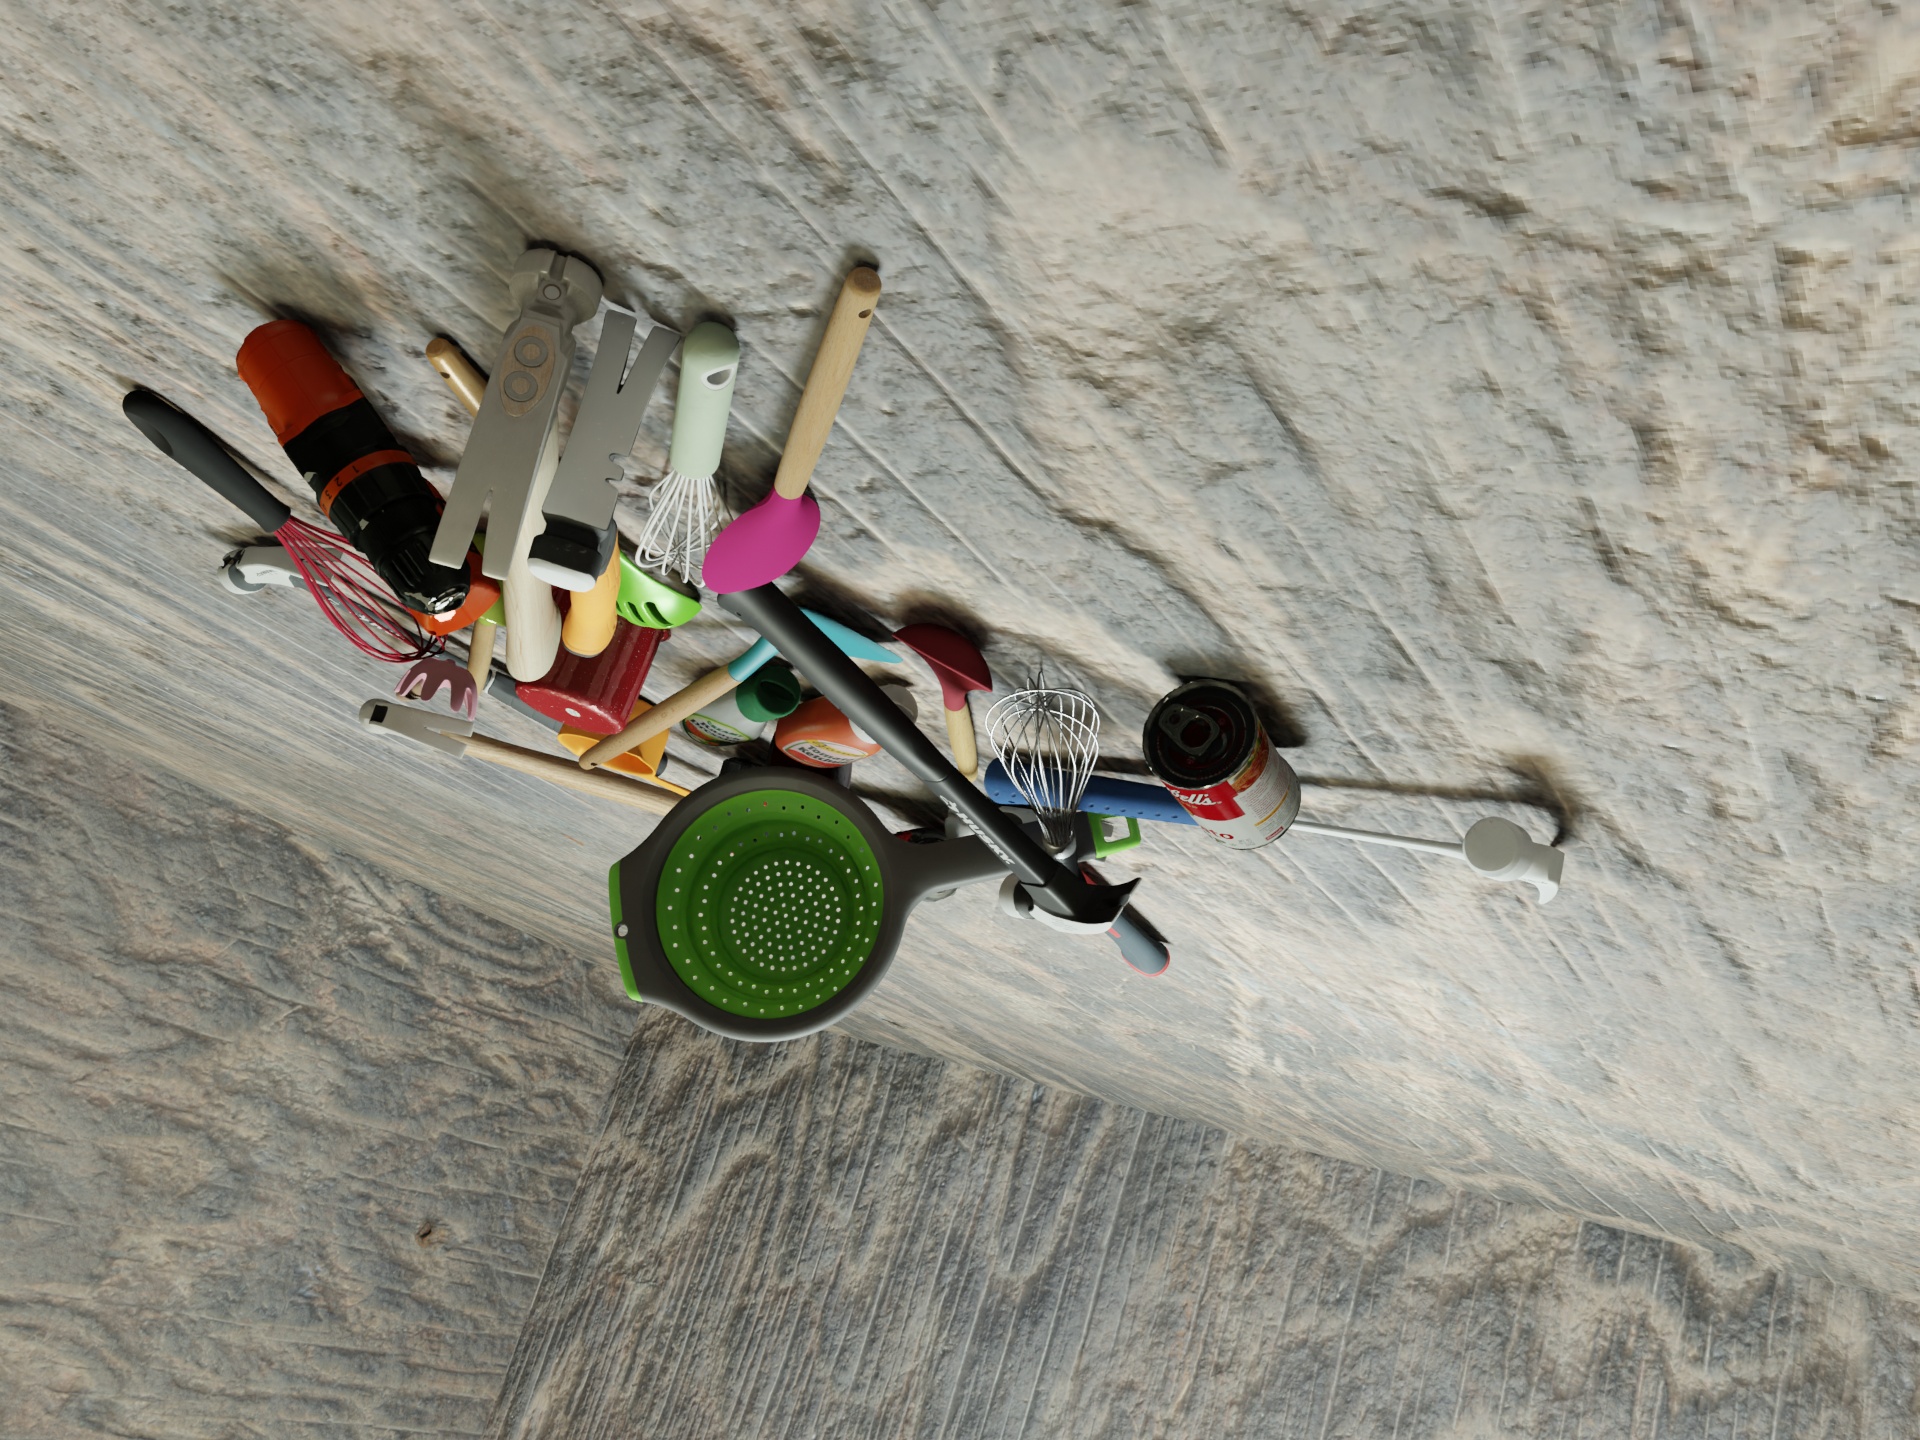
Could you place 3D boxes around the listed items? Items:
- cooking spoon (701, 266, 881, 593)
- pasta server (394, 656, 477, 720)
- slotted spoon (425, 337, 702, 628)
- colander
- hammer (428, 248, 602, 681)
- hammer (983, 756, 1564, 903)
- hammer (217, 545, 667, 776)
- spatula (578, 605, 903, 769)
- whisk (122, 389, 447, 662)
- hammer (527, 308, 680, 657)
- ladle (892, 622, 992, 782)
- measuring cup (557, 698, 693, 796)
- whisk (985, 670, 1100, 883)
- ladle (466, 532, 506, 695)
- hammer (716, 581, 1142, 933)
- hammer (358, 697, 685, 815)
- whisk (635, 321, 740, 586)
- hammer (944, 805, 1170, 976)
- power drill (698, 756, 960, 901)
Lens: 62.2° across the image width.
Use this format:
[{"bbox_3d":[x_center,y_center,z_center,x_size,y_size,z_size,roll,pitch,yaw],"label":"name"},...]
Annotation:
[{"bbox_3d":[-0.078,-0.123,0.761,0.068,0.017,0.318,-20,169,-21],"label":"cooking spoon"},{"bbox_3d":[-0.438,-0.023,1.294,0.060,0.040,0.316,22,169,-23],"label":"pasta server"},{"bbox_3d":[-0.230,-0.125,0.933,0.070,0.031,0.313,9,159,17],"label":"slotted spoon"},{"bbox_3d":[-0.061,0.126,1.213,0.397,0.205,0.094,-12,165,0],"label":"colander"},{"bbox_3d":[-0.233,-0.082,0.847,0.038,0.146,0.410,15,162,-10],"label":"hammer"},{"bbox_3d":[0.190,0.065,1.043,0.406,0.035,0.144,7,172,39],"label":"hammer"},{"bbox_3d":[-0.412,-0.043,1.353,0.149,0.036,0.408,-1,155,44],"label":"hammer"},{"bbox_3d":[-0.172,-0.016,1.089,0.082,0.044,0.317,27,141,-36],"label":"spatula"},{"bbox_3d":[-0.463,-0.129,1.112,0.073,0.073,0.295,7,153,32],"label":"whisk"},{"bbox_3d":[-0.194,-0.096,0.849,0.034,0.127,0.337,17,167,-10],"label":"hammer"},{"bbox_3d":[-0.002,-0.003,1.068,0.069,0.031,0.315,31,167,12],"label":"ladle"},{"bbox_3d":[-0.265,0.024,1.379,0.095,0.052,0.173,0,157,45],"label":"measuring cup"},{"bbox_3d":[0.062,0.063,1.058,0.070,0.070,0.284,13,148,17],"label":"whisk"},{"bbox_3d":[-0.357,-0.059,1.167,0.078,0.062,0.320,37,156,-6],"label":"ladle"},{"bbox_3d":[-0.023,0.022,0.983,0.334,0.035,0.146,45,159,-22],"label":"hammer"},{"bbox_3d":[-0.359,0.044,1.420,0.331,0.031,0.130,21,172,-33],"label":"hammer"},{"bbox_3d":[-0.134,-0.129,0.799,0.058,0.059,0.246,-23,169,-19],"label":"whisk"},{"bbox_3d":[0.129,0.162,1.420,0.143,0.038,0.385,6,159,30],"label":"hammer"},{"bbox_3d":[-0.102,0.101,1.350,0.226,0.080,0.188,17,178,-4],"label":"power drill"}]
